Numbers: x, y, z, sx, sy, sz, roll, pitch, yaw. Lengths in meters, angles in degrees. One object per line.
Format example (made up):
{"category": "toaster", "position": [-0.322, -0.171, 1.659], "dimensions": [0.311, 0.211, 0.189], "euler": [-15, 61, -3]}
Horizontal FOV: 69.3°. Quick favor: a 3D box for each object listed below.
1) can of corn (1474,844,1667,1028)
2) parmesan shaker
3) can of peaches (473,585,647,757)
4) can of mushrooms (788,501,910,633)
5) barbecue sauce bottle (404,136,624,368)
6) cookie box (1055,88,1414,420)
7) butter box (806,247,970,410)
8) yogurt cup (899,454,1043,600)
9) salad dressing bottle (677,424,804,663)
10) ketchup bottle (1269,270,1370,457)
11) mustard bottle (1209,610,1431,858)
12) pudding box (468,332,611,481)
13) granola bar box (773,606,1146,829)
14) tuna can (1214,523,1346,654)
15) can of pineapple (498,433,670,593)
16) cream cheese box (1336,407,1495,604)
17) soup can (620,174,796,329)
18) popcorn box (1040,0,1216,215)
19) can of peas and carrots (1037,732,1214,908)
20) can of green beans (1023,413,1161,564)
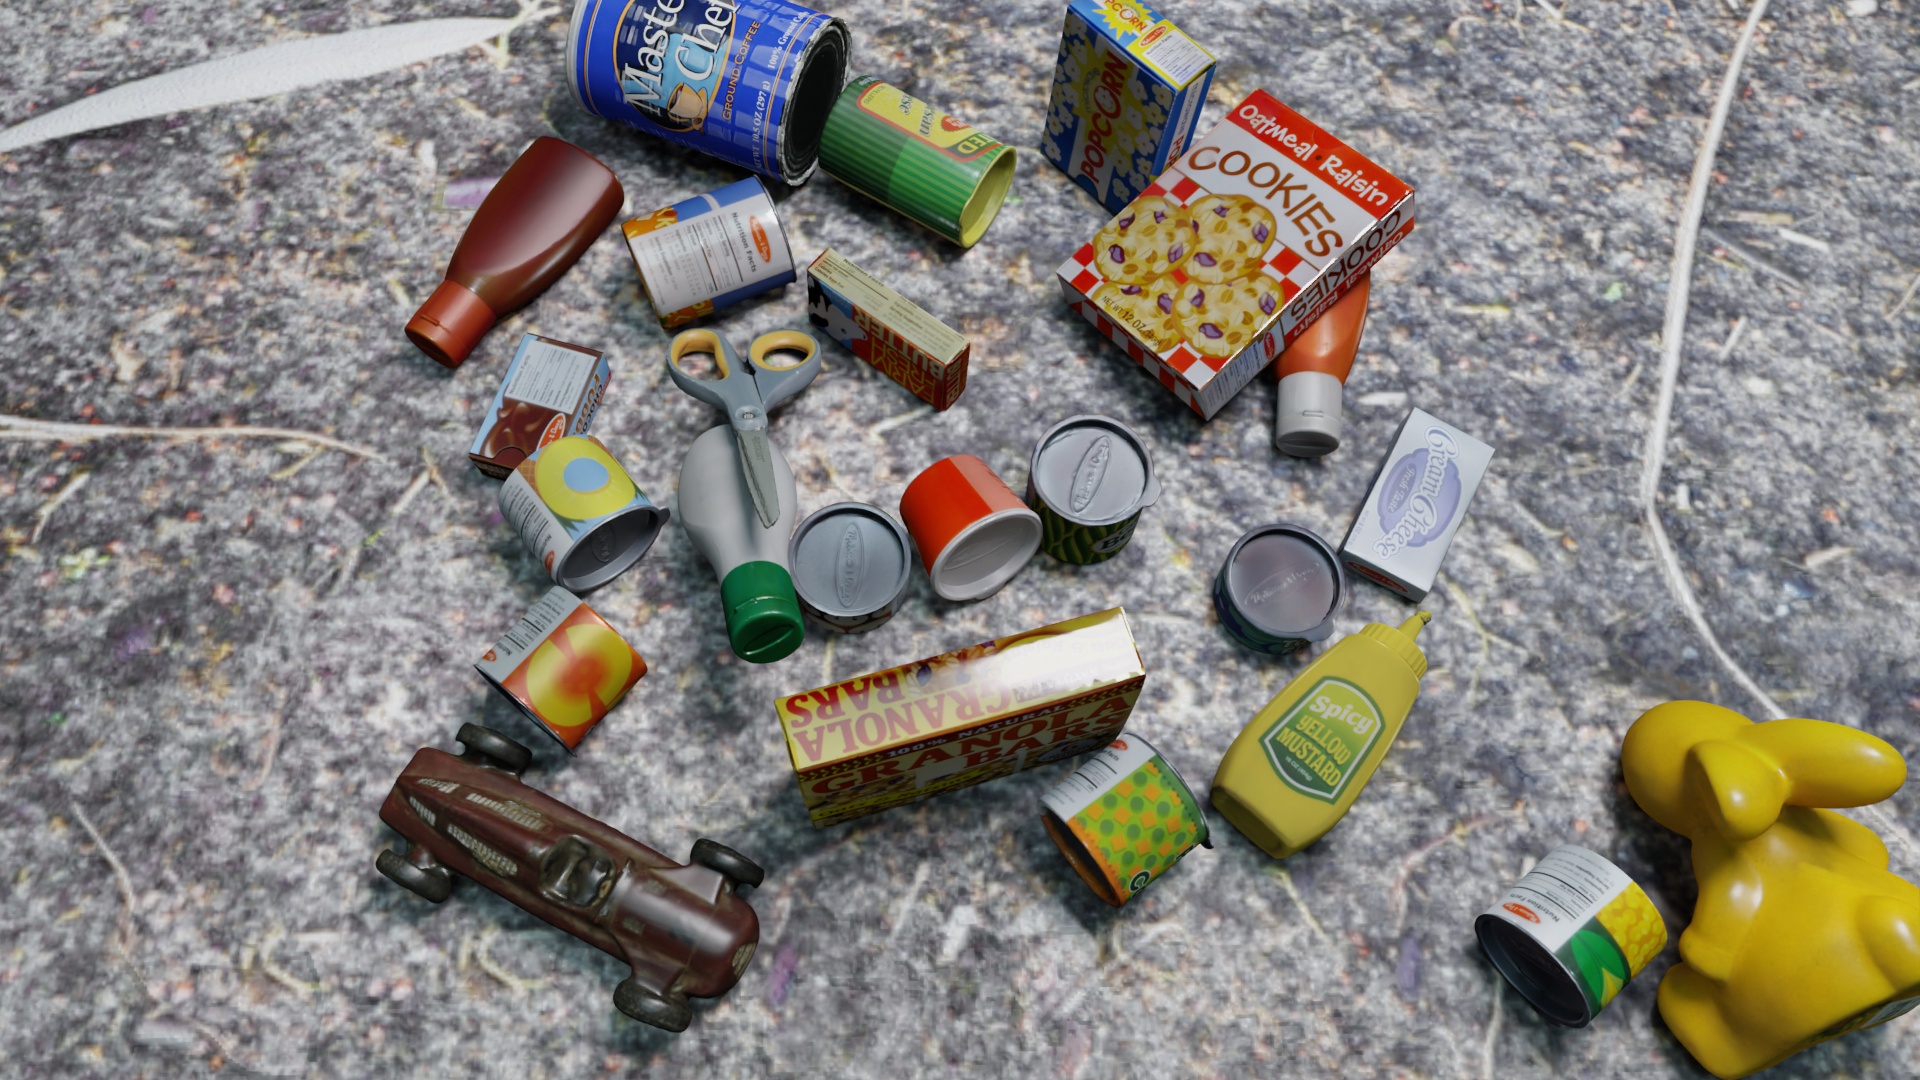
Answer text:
{"category": "can of corn", "position": [0.298, 0.193, 0.677], "dimensions": [0.058, 0.071, 0.071], "euler": [-35, 73, -15]}
{"category": "parmesan shaker", "position": [-0.027, -0.229, 0.837], "dimensions": [0.103, 0.071, 0.071], "euler": [30, 70, 10]}
{"category": "can of peaches", "position": [-0.202, 0.067, 0.711], "dimensions": [0.071, 0.071, 0.058], "euler": [37, 71, 12]}
{"category": "can of mushrooms", "position": [-0.062, 0.015, 0.754], "dimensions": [0.071, 0.033, 0.071], "euler": [1, 68, -2]}
{"category": "barbecue sauce bottle", "position": [-0.265, -0.168, 0.818], "dimensions": [0.065, 0.043, 0.149], "euler": [29, 70, 10]}
{"category": "cookie box", "position": [0.158, -0.169, 0.803], "dimensions": [0.167, 0.040, 0.123], "euler": [-43, 61, -4]}
{"category": "butter box", "position": [-0.042, -0.121, 0.801], "dimensions": [0.103, 0.053, 0.024], "euler": [35, 68, 11]}
{"category": "yogurt cup", "position": [0.003, -0.009, 0.750], "dimensions": [0.072, 0.072, 0.054], "euler": [-27, 59, -12]}
{"category": "salad dressing bottle", "position": [-0.111, 0.000, 0.721], "dimensions": [0.064, 0.044, 0.148], "euler": [-28, 44, 7]}
{"category": "ketchup bottle", "position": [0.207, -0.123, 0.816], "dimensions": [0.065, 0.043, 0.149], "euler": [6, 67, 7]}
{"category": "mustard bottle", "position": [0.198, 0.089, 0.724], "dimensions": [0.065, 0.048, 0.161], "euler": [40, 72, 12]}
{"category": "pudding box", "position": [-0.237, -0.072, 0.785], "dimensions": [0.050, 0.030, 0.084], "euler": [15, 68, 3]}
{"category": "granola bar box", "position": [0.000, 0.090, 0.676], "dimensions": [0.166, 0.123, 0.039], "euler": [-15, 68, -8]}
{"category": "tuna can", "position": [0.175, 0.029, 0.757], "dimensions": [0.071, 0.032, 0.071], "euler": [1, 67, -2]}
{"category": "can of pineapple", "position": [-0.202, -0.015, 0.744], "dimensions": [0.071, 0.070, 0.058], "euler": [-38, 73, -16]}
{"category": "cream cheese box", "position": [0.257, -0.020, 0.786], "dimensions": [0.053, 0.024, 0.104], "euler": [28, 69, 8]}
{"category": "soup can", "position": [-0.147, -0.168, 0.812], "dimensions": [0.084, 0.071, 0.071], "euler": [-22, 70, -10]}
{"category": "popcorn box", "position": [0.096, -0.257, 0.824], "dimensions": [0.038, 0.126, 0.085], "euler": [-41, 75, -20]}
{"category": "can of peas and carrots", "position": [0.081, 0.141, 0.689], "dimensions": [0.059, 0.070, 0.071], "euler": [-34, 73, -14]}
{"category": "can of green beans", "position": [0.069, -0.027, 0.763], "dimensions": [0.071, 0.057, 0.071], "euler": [1, 67, -2]}
